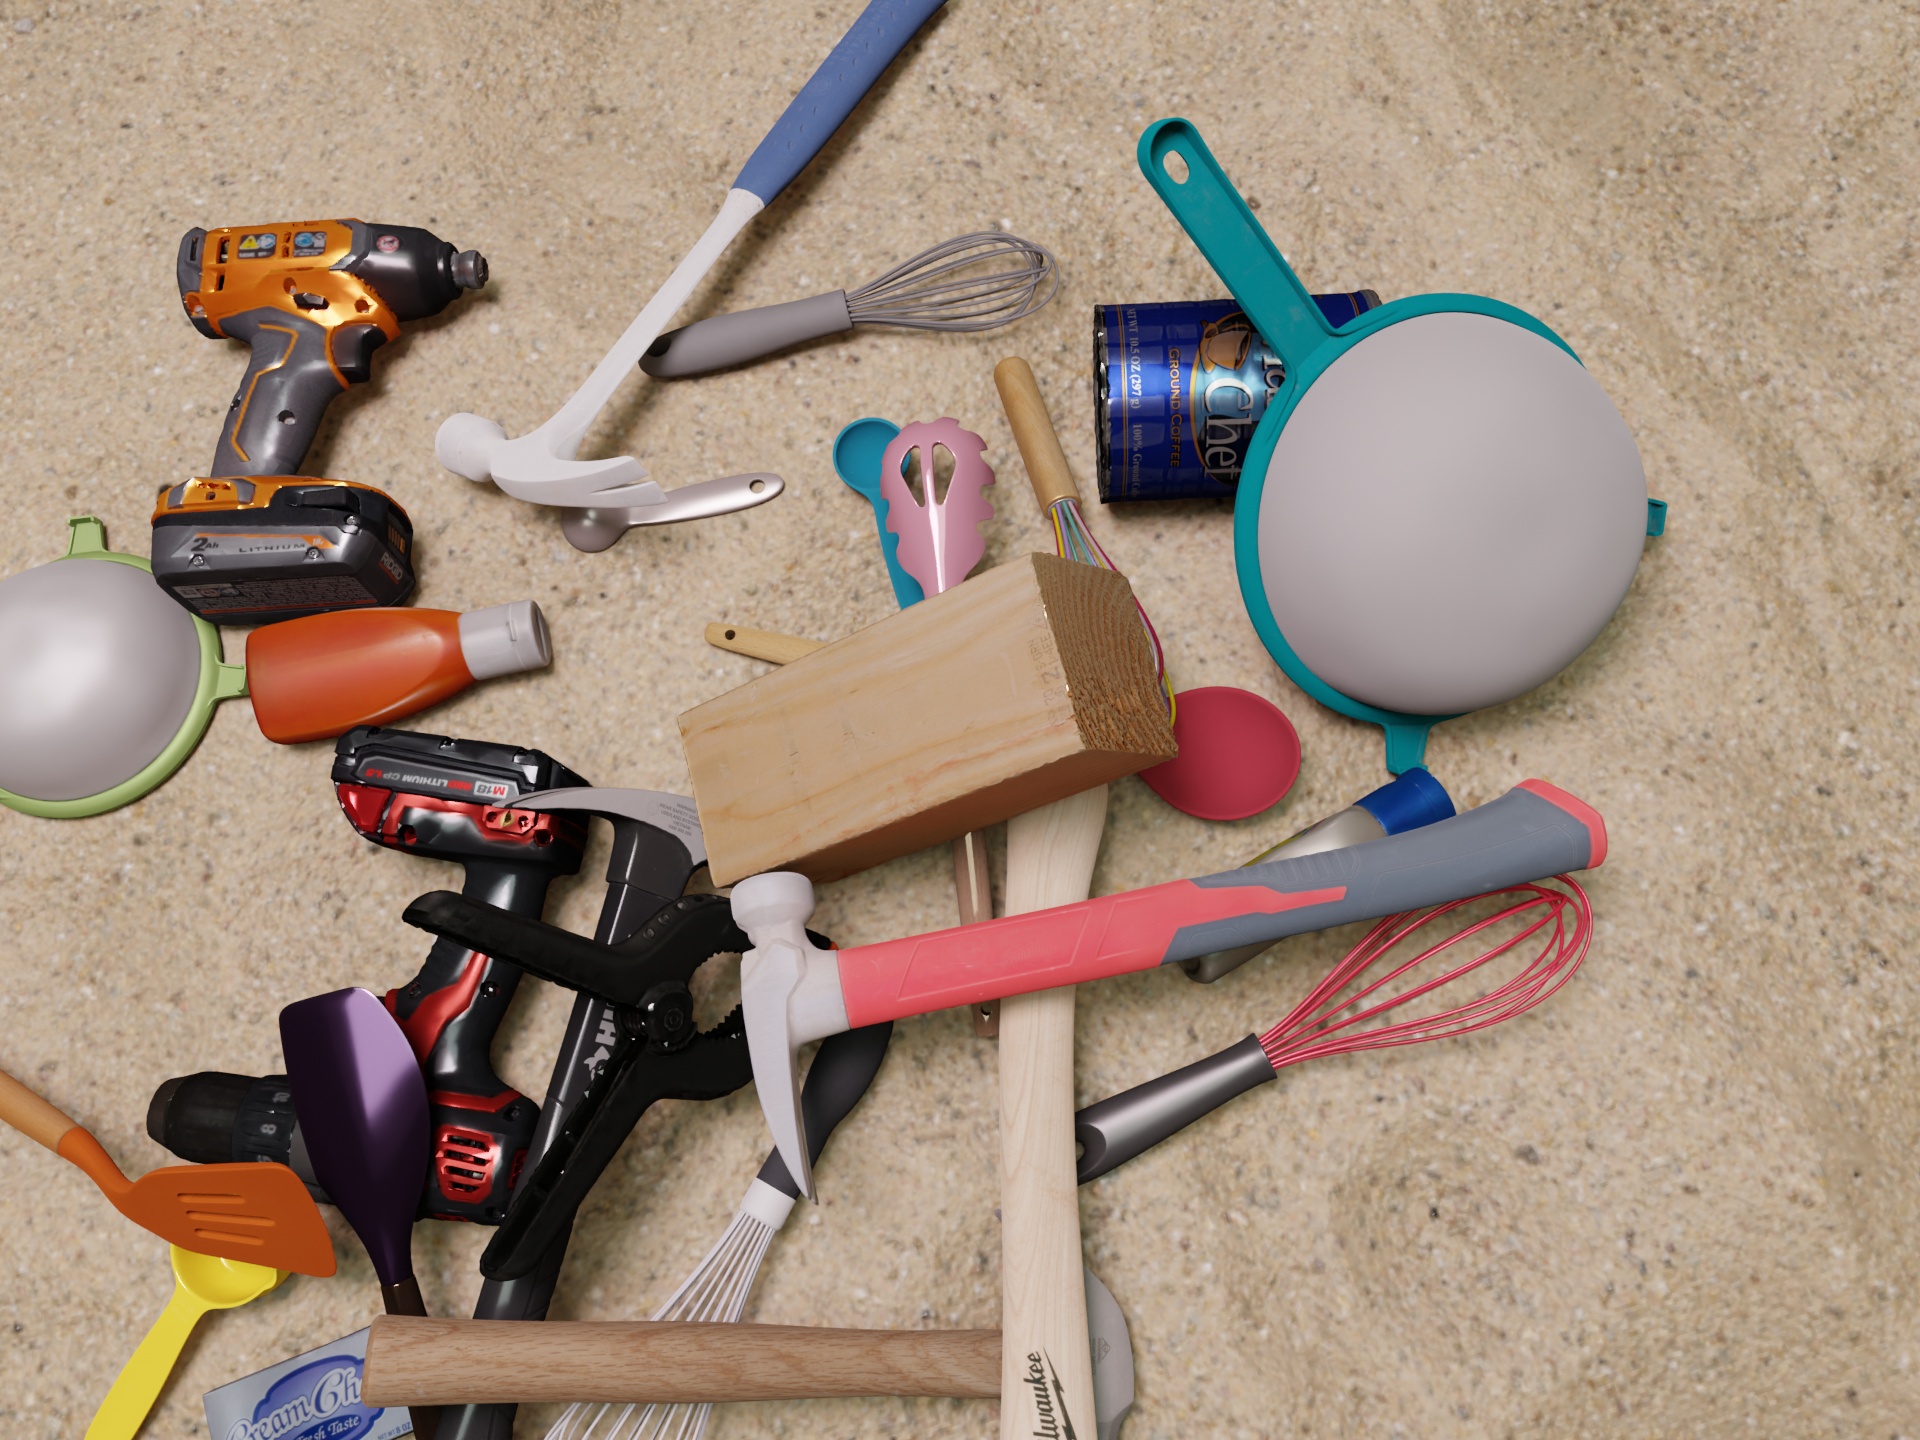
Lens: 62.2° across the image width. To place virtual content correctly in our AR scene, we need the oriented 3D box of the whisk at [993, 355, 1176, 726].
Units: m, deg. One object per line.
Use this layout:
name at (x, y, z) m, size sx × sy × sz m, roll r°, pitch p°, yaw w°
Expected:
whisk at (0.056, -0.092, 0.816) m, size 0.047 × 0.051 × 0.245 m, roll -18°, pitch 62°, yaw 2°

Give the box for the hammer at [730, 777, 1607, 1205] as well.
hammer at (0.098, 0.103, 0.701) m, size 0.386 × 0.038 × 0.143 m, roll -11°, pitch 67°, yaw -1°

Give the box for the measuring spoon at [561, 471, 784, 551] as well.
measuring spoon at (-0.158, -0.120, 0.864) m, size 0.124 × 0.018 × 0.034 m, roll -12°, pitch 73°, yaw -1°

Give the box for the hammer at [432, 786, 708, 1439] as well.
hammer at (-0.184, 0.189, 0.720) m, size 0.035 × 0.146 × 0.335 m, roll -3°, pitch 67°, yaw 49°

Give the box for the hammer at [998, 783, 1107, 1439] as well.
hammer at (0.026, 0.202, 0.707) m, size 0.146 × 0.038 × 0.411 m, roll 4°, pitch 68°, yaw -8°

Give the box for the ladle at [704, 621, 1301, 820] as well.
ladle at (0.017, -0.010, 0.818) m, size 0.315 × 0.031 × 0.069 m, roll 14°, pitch 78°, yaw 9°

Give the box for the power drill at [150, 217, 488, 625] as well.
power drill at (-0.342, -0.172, 0.861) m, size 0.164 × 0.084 × 0.227 m, roll -4°, pitch 70°, yaw 1°

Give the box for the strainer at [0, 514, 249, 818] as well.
strainer at (-0.510, 0.009, 0.821) m, size 0.151 × 0.069 × 0.256 m, roll 41°, pitch 78°, yaw 13°

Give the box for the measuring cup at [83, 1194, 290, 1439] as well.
measuring cup at (-0.369, 0.291, 0.759) m, size 0.062 × 0.029 × 0.156 m, roll 31°, pitch 89°, yaw 12°

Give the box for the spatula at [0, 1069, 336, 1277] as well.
spatula at (-0.428, 0.184, 0.755) m, size 0.323 × 0.081 × 0.041 m, roll 20°, pitch 42°, yaw 25°

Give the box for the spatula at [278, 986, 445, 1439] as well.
spatula at (-0.244, 0.275, 0.712) m, size 0.060 × 0.018 × 0.316 m, roll -14°, pitch 89°, yaw 0°

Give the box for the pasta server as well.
pasta server at (-0.001, -0.003, 0.796) m, size 0.060 × 0.040 × 0.316 m, roll -7°, pitch 84°, yaw 8°

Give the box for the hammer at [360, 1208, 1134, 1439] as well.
hammer at (-0.083, 0.275, 0.689) m, size 0.331 × 0.031 × 0.130 m, roll 7°, pitch 70°, yaw -14°

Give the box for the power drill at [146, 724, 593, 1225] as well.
power drill at (-0.281, 0.122, 0.774) m, size 0.188 × 0.080 × 0.227 m, roll 7°, pitch 77°, yaw 5°

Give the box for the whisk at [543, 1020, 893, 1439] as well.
whisk at (-0.105, 0.254, 0.736) m, size 0.070 × 0.070 × 0.285 m, roll 27°, pitch 72°, yaw 11°

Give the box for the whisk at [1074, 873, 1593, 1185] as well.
whisk at (0.161, 0.149, 0.750) m, size 0.296 × 0.073 × 0.073 m, roll -28°, pitch 74°, yaw 2°

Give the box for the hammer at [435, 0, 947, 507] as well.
hammer at (-0.119, -0.278, 0.877) m, size 0.144 × 0.035 × 0.405 m, roll 21°, pitch 69°, yaw 33°

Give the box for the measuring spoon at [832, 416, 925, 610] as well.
measuring spoon at (-0.035, -0.100, 0.856) m, size 0.042 × 0.021 × 0.129 m, roll -17°, pitch 83°, yaw -2°

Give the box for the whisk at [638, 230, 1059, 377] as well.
whisk at (-0.063, -0.224, 0.878) m, size 0.239 × 0.055 × 0.055 m, roll -13°, pitch 73°, yaw 4°

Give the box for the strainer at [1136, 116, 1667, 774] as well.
strainer at (0.201, -0.132, 0.714) m, size 0.211 × 0.095 × 0.340 m, roll -45°, pitch 113°, yaw -2°
